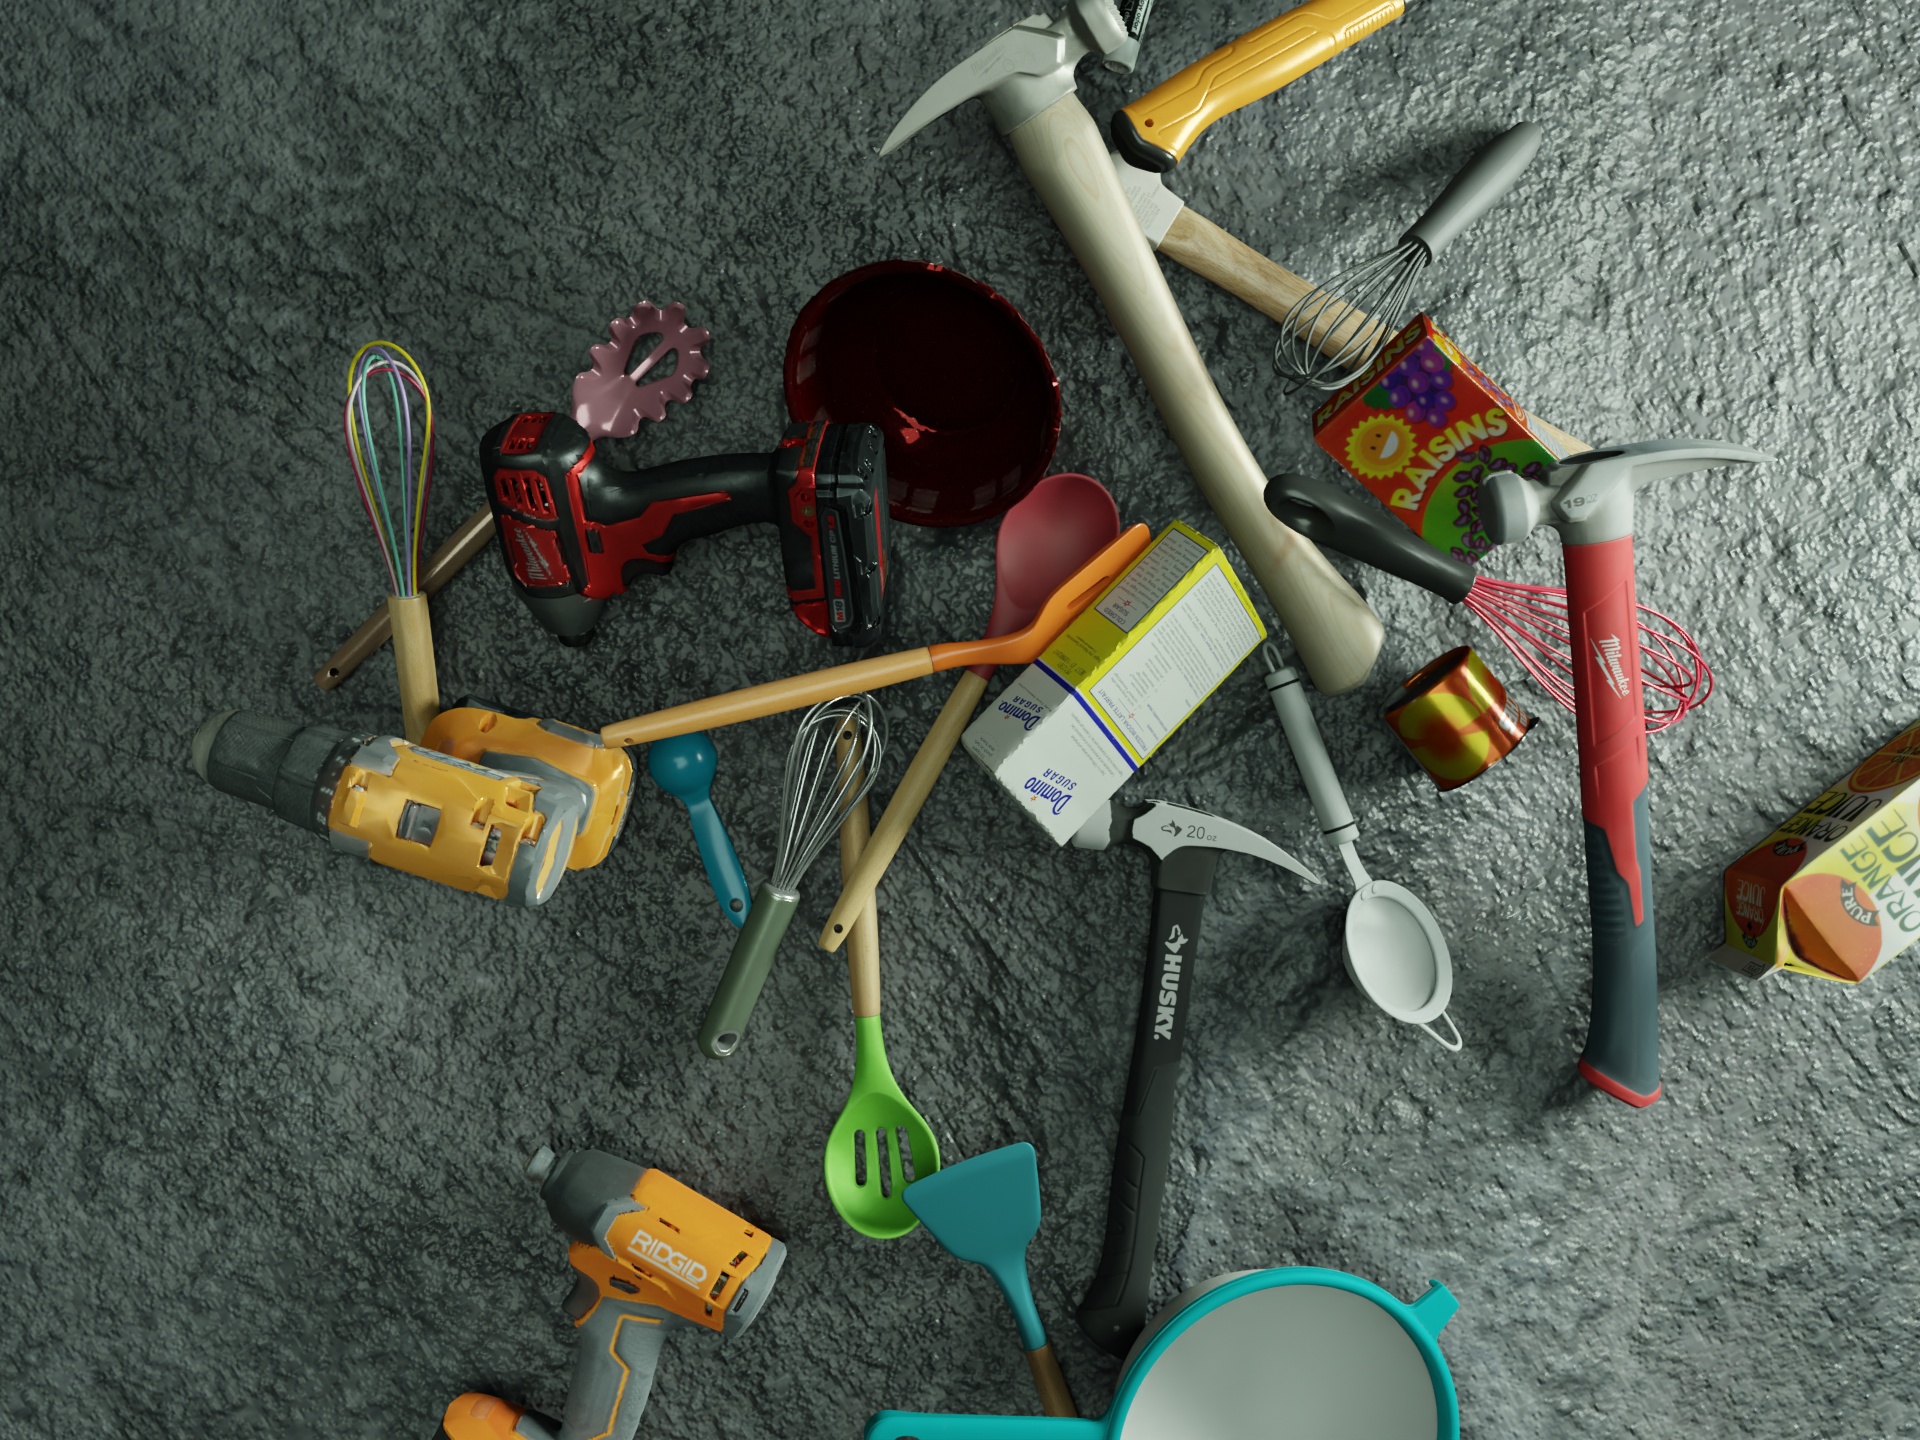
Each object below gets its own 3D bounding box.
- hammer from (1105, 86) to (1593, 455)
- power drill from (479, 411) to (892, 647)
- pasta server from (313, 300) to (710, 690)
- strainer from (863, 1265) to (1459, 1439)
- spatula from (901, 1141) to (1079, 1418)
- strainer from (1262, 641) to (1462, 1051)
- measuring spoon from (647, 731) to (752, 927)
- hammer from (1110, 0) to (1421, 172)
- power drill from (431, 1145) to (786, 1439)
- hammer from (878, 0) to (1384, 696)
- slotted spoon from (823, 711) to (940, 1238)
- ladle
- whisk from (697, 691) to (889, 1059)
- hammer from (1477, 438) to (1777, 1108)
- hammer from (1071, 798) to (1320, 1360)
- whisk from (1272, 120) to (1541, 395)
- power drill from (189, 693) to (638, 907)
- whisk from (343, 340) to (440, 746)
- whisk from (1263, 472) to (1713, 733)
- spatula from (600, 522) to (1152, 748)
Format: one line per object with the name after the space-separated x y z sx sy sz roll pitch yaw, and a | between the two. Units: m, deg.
0.218 -0.225 0.926 0.331 0.031 0.130 32 93 -1 | hammer
-0.153 -0.102 0.902 0.219 0.079 0.143 1 129 4 | power drill
-0.269 -0.128 0.938 0.316 0.040 0.060 -43 106 4 | pasta server
0.109 0.397 0.912 0.340 0.095 0.211 6 94 -10 | strainer
0.054 0.404 0.956 0.082 0.044 0.317 -20 93 -4 | spatula
0.227 0.074 0.937 0.087 0.050 0.258 -17 85 -41 | strainer
-0.153 0.065 0.953 0.042 0.021 0.128 -21 91 2 | measuring spoon
0.229 -0.413 0.896 0.337 0.034 0.127 -31 93 -4 | hammer
-0.228 0.371 0.945 0.164 0.084 0.226 31 89 0 | power drill
0.114 -0.188 0.895 0.146 0.038 0.410 -27 104 21 | hammer
-0.056 0.151 0.954 0.070 0.031 0.314 -4 91 1 | slotted spoon
-0.001 -0.003 0.934 0.069 0.031 0.315 29 90 -4 | ladle
-0.103 0.092 0.936 0.057 0.059 0.246 15 104 -36 | whisk
0.377 0.040 0.879 0.143 0.038 0.386 -10 109 5 | hammer
0.120 0.217 0.950 0.146 0.035 0.335 8 93 2 | hammer
0.254 -0.262 0.891 0.055 0.055 0.239 45 72 -1 | whisk
-0.279 0.034 0.852 0.185 0.226 0.084 17 93 0 | power drill
-0.317 -0.093 0.912 0.047 0.051 0.244 -4 111 -10 | whisk
0.297 -0.067 0.893 0.295 0.073 0.073 25 93 -12 | whisk
-0.042 -0.034 0.887 0.322 0.080 0.041 -14 49 -2 | spatula
